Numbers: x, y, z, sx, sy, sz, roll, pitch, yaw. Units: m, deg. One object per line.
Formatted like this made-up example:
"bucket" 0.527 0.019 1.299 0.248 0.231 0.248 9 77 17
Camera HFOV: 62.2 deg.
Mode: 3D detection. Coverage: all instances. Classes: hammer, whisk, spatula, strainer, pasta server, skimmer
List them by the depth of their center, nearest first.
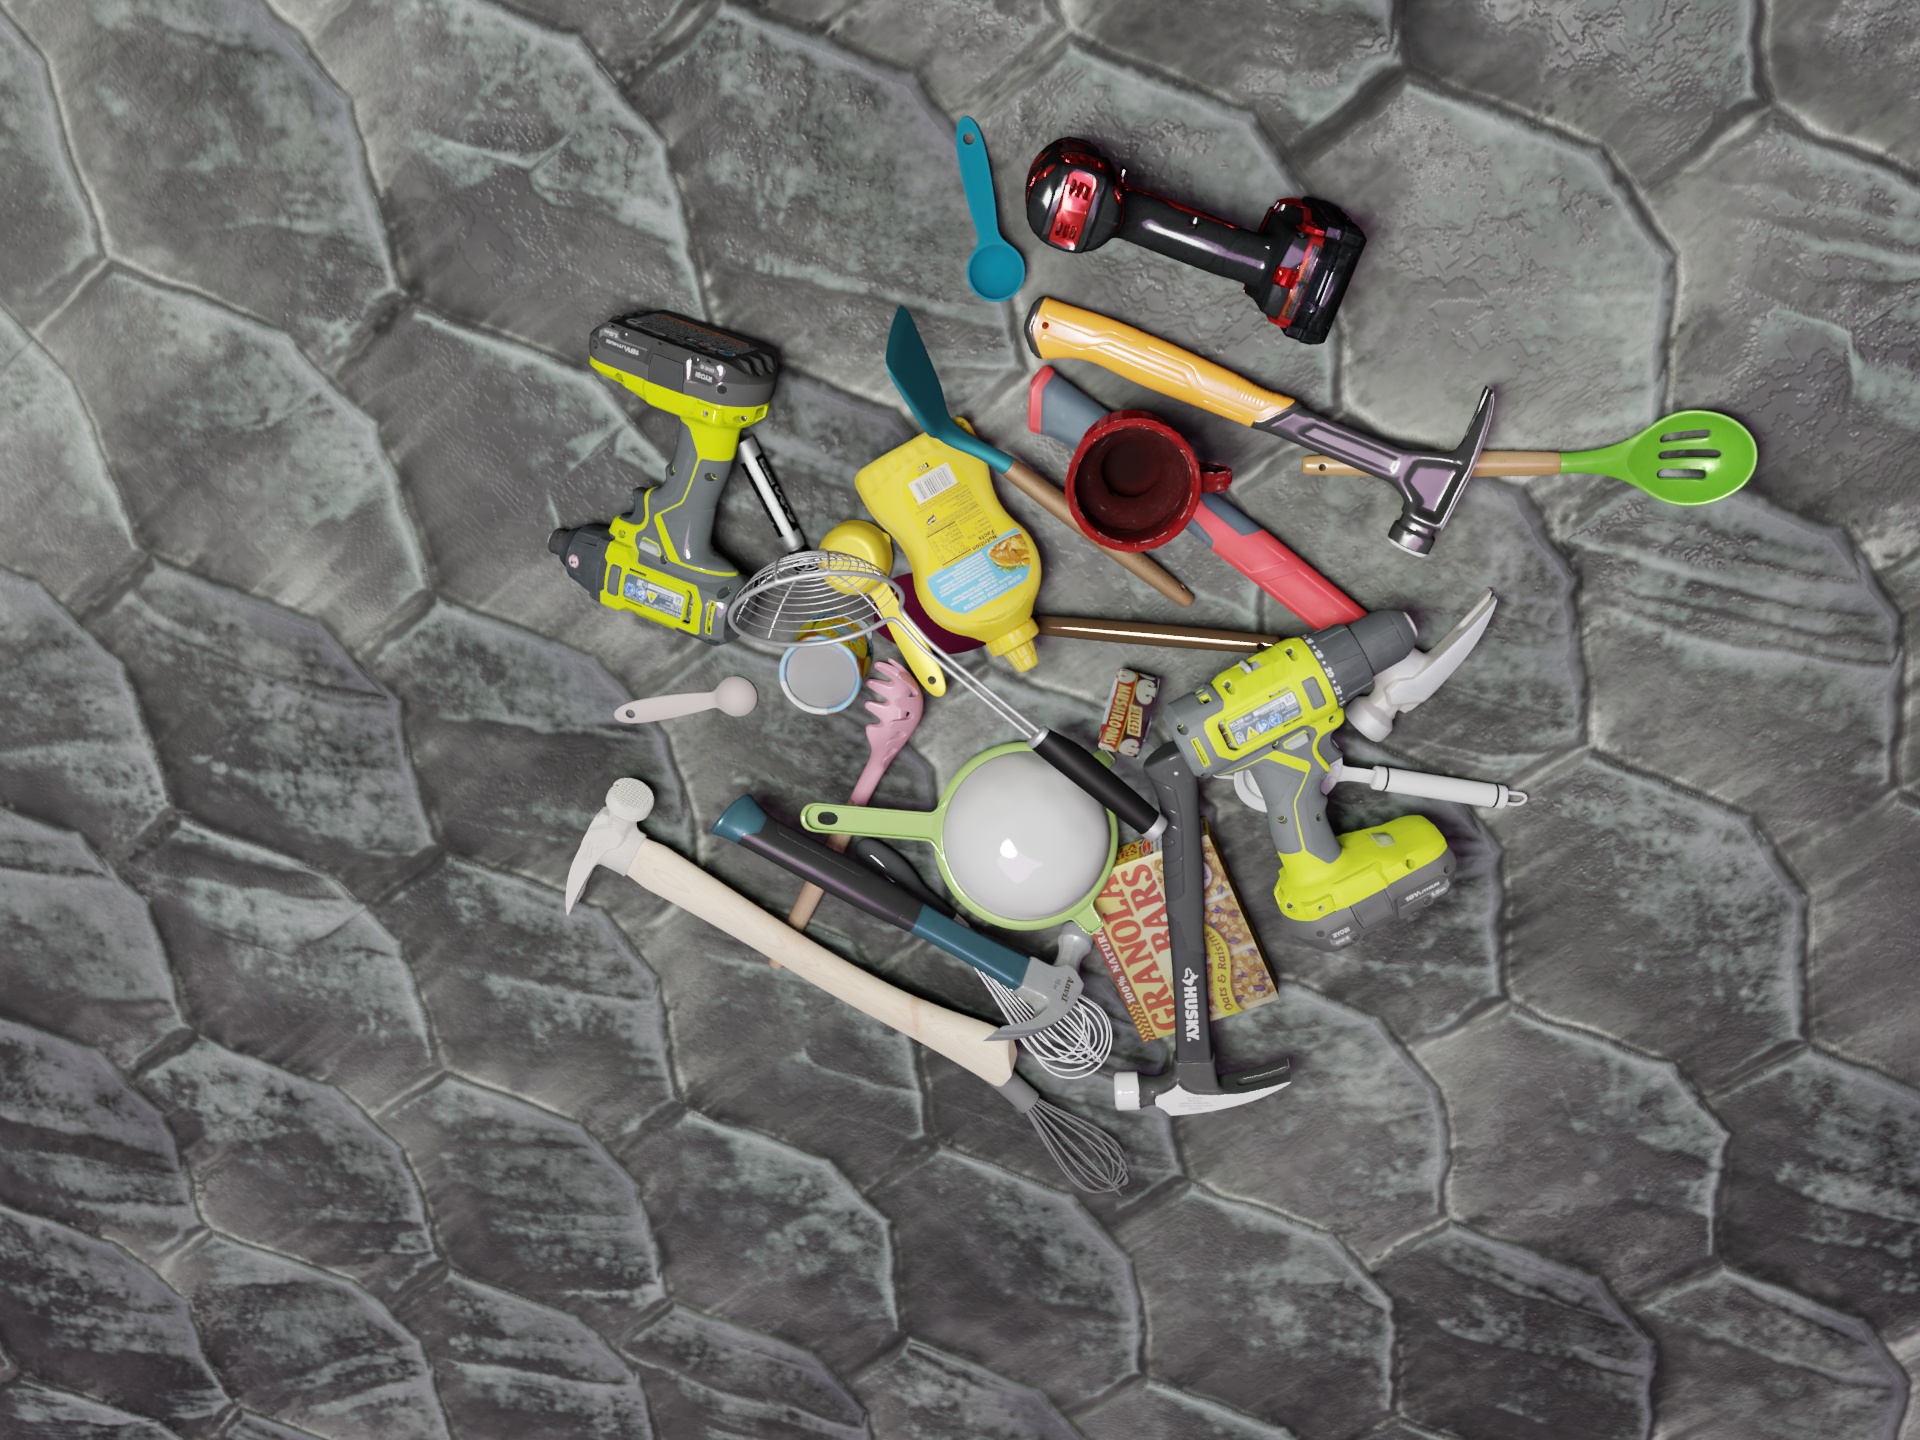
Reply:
"hammer" 0.207 -0.236 1.143 0.337 0.034 0.127 22 112 1
"spatula" 0.061 -0.177 1.164 0.317 0.082 0.044 33 129 -22
"skimmer" -0.002 -0.004 1.176 0.363 0.090 0.127 38 146 -9
"hammer" 0.216 -0.148 1.189 0.386 0.038 0.143 36 110 -9
"strainer" 0.003 0.085 1.246 0.256 0.069 0.151 5 85 -5
"strainer" 0.322 0.044 1.257 0.258 0.050 0.086 9 126 -4
"hammer" 0.188 0.171 1.282 0.146 0.035 0.334 -3 111 7
"hammer" -0.048 0.151 1.286 0.331 0.128 0.033 30 143 -10
"pasta server" -0.102 0.086 1.321 0.040 0.060 0.316 11 120 -31
"whisk" 0.019 0.197 1.347 0.284 0.070 0.070 43 110 -6
"hammer" -0.140 0.204 1.351 0.410 0.038 0.146 31 123 -4
"whisk" 0.060 0.338 1.403 0.239 0.055 0.055 44 110 -8

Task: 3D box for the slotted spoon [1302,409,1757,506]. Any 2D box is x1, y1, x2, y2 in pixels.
"slotted spoon" 0.409 -0.189 1.158 0.314 0.031 0.070 0 112 8

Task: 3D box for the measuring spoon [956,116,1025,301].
"measuring spoon" 0.018 -0.364 1.136 0.042 0.021 0.128 -10 102 11

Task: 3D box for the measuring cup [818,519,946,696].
"measuring cup" -0.058 -0.083 1.236 0.062 0.029 0.156 -29 96 21

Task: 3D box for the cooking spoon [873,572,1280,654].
"cooking spoon" 0.085 -0.072 1.227 0.319 0.017 0.068 6 113 13

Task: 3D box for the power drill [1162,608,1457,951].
"power drill" 0.281 0.041 1.193 0.190 0.080 0.228 -28 109 4

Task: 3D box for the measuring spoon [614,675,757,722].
"measuring spoon" -0.227 -0.011 1.304 0.124 0.018 0.034 -9 111 10

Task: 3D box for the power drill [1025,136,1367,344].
"power drill" 0.149 -0.333 1.072 0.219 0.143 0.078 15 118 -7

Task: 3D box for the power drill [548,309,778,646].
"power drill" -0.226 -0.184 1.195 0.171 0.080 0.223 22 117 15
